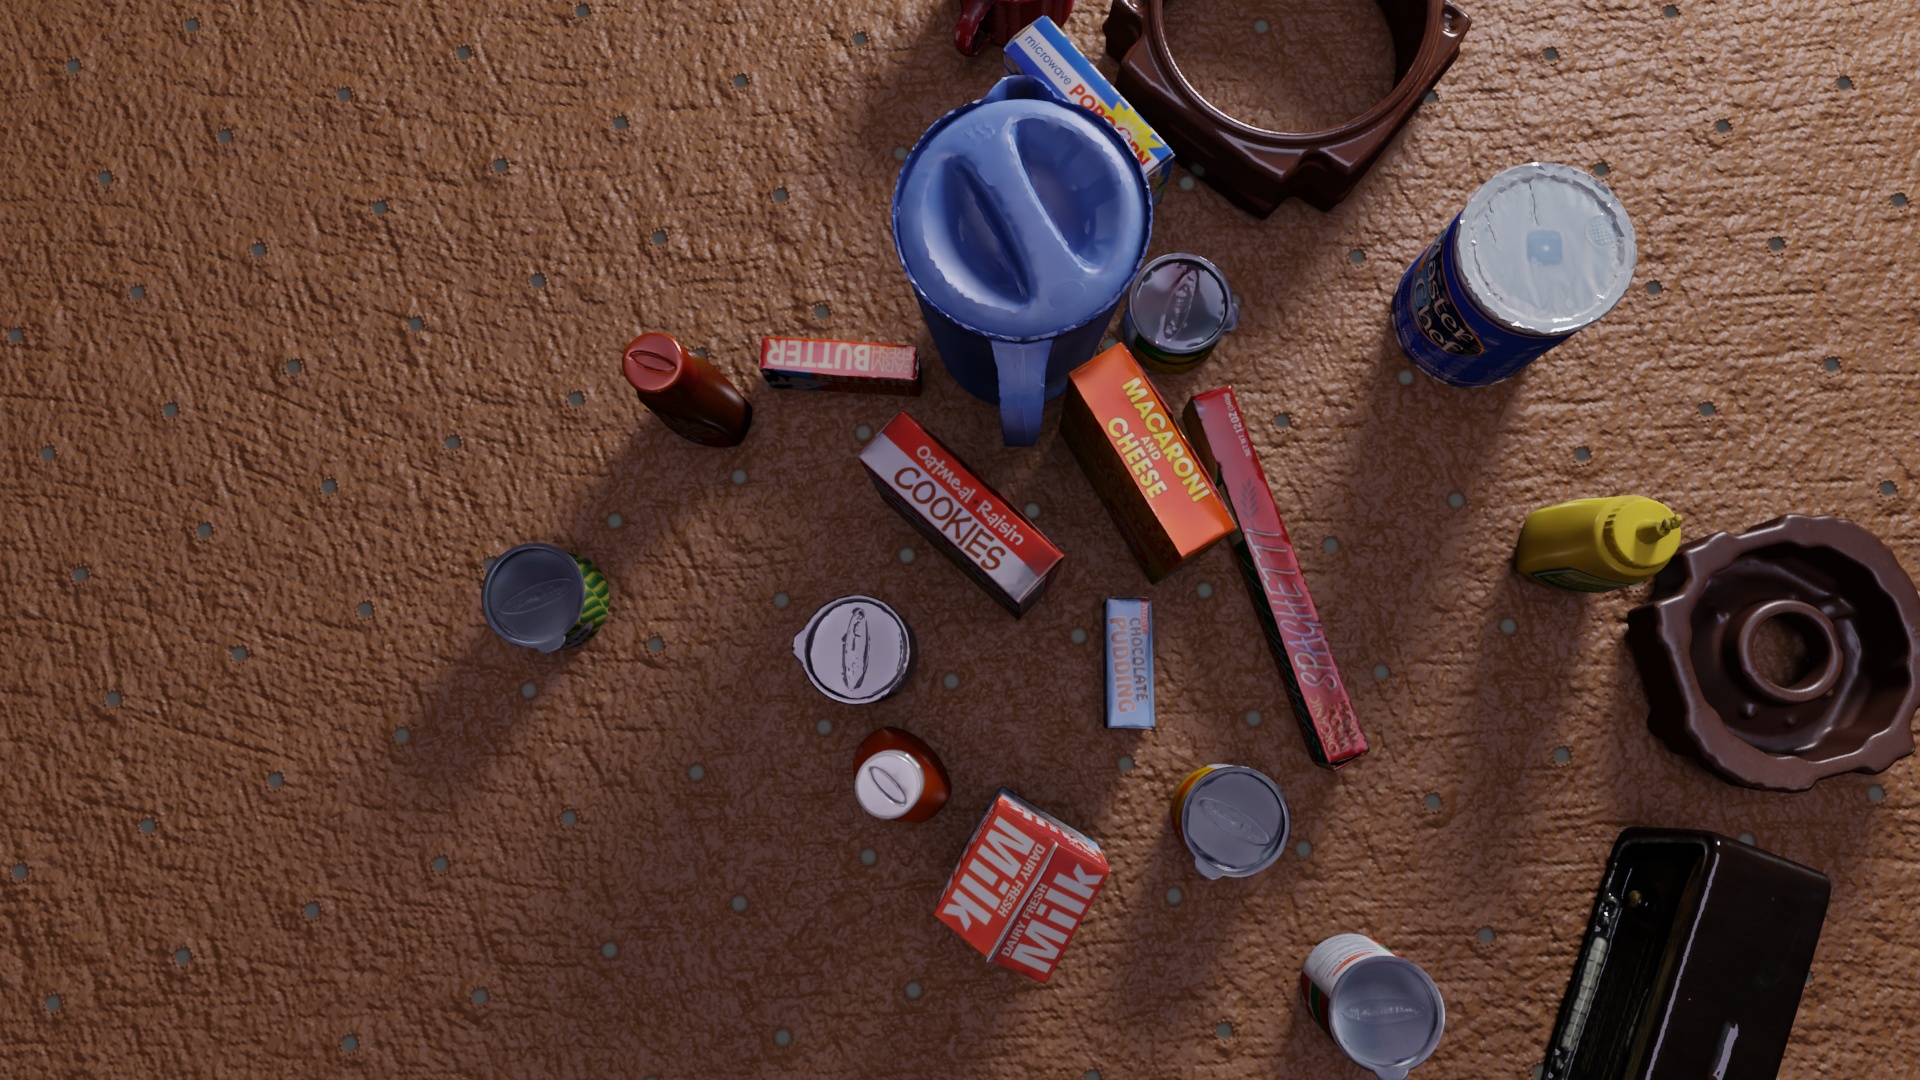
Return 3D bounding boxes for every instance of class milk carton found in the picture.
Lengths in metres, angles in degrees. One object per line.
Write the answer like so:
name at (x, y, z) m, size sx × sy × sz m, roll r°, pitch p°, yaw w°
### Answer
milk carton at (0.035, 0.196, 0.801) m, size 0.073 × 0.190 × 0.072 m, roll 30°, pitch 85°, yaw 5°

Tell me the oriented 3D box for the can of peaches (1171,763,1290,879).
can of peaches at (0.166, 0.175, 0.866) m, size 0.071 × 0.058 × 0.071 m, roll 0°, pitch 83°, yaw 2°

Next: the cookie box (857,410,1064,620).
cookie box at (0.003, -0.011, 0.840) m, size 0.123 × 0.167 × 0.040 m, roll 42°, pitch 86°, yaw 6°

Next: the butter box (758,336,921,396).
butter box at (-0.077, -0.114, 0.914) m, size 0.103 × 0.053 × 0.024 m, roll 4°, pitch 83°, yaw 2°

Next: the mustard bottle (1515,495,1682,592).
mustard bottle at (0.387, 0.001, 0.831) m, size 0.065 × 0.160 × 0.049 m, roll 14°, pitch 84°, yaw 3°

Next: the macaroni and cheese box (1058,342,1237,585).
macaroni and cheese box at (0.109, -0.041, 0.842) m, size 0.040 × 0.166 × 0.124 m, roll -30°, pitch 83°, yaw -2°

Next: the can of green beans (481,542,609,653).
can of green beans at (-0.267, 0.037, 0.897) m, size 0.071 × 0.058 × 0.071 m, roll 0°, pitch 83°, yaw 2°

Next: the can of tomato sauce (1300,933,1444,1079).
can of tomato sauce at (0.247, 0.279, 0.838) m, size 0.071 × 0.083 × 0.071 m, roll 0°, pitch 83°, yaw 2°

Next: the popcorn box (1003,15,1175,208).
popcorn box at (0.082, -0.272, 0.913) m, size 0.038 × 0.085 × 0.127 m, roll -40°, pitch 83°, yaw -3°

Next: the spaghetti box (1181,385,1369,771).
spaghetti box at (0.199, 0.024, 0.889) m, size 0.029 × 0.050 × 0.250 m, roll -19°, pitch 82°, yaw -1°

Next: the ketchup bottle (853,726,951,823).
ketchup bottle at (-0.037, 0.142, 0.831) m, size 0.043 × 0.148 × 0.065 m, roll -45°, pitch 84°, yaw -3°

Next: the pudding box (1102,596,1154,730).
pudding box at (0.106, 0.079, 0.885) m, size 0.030 × 0.049 × 0.084 m, roll 0°, pitch 83°, yaw 2°

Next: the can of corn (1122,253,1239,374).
can of corn at (0.143, -0.146, 0.909) m, size 0.071 × 0.058 × 0.071 m, roll 0°, pitch 83°, yaw 2°

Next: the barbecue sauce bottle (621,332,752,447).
barbecue sauce bottle at (-0.173, -0.094, 0.866) m, size 0.065 × 0.148 × 0.043 m, roll 18°, pitch 84°, yaw 4°

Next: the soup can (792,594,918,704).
soup can at (-0.064, 0.070, 0.874) m, size 0.071 × 0.083 × 0.071 m, roll 0°, pitch 83°, yaw 2°
